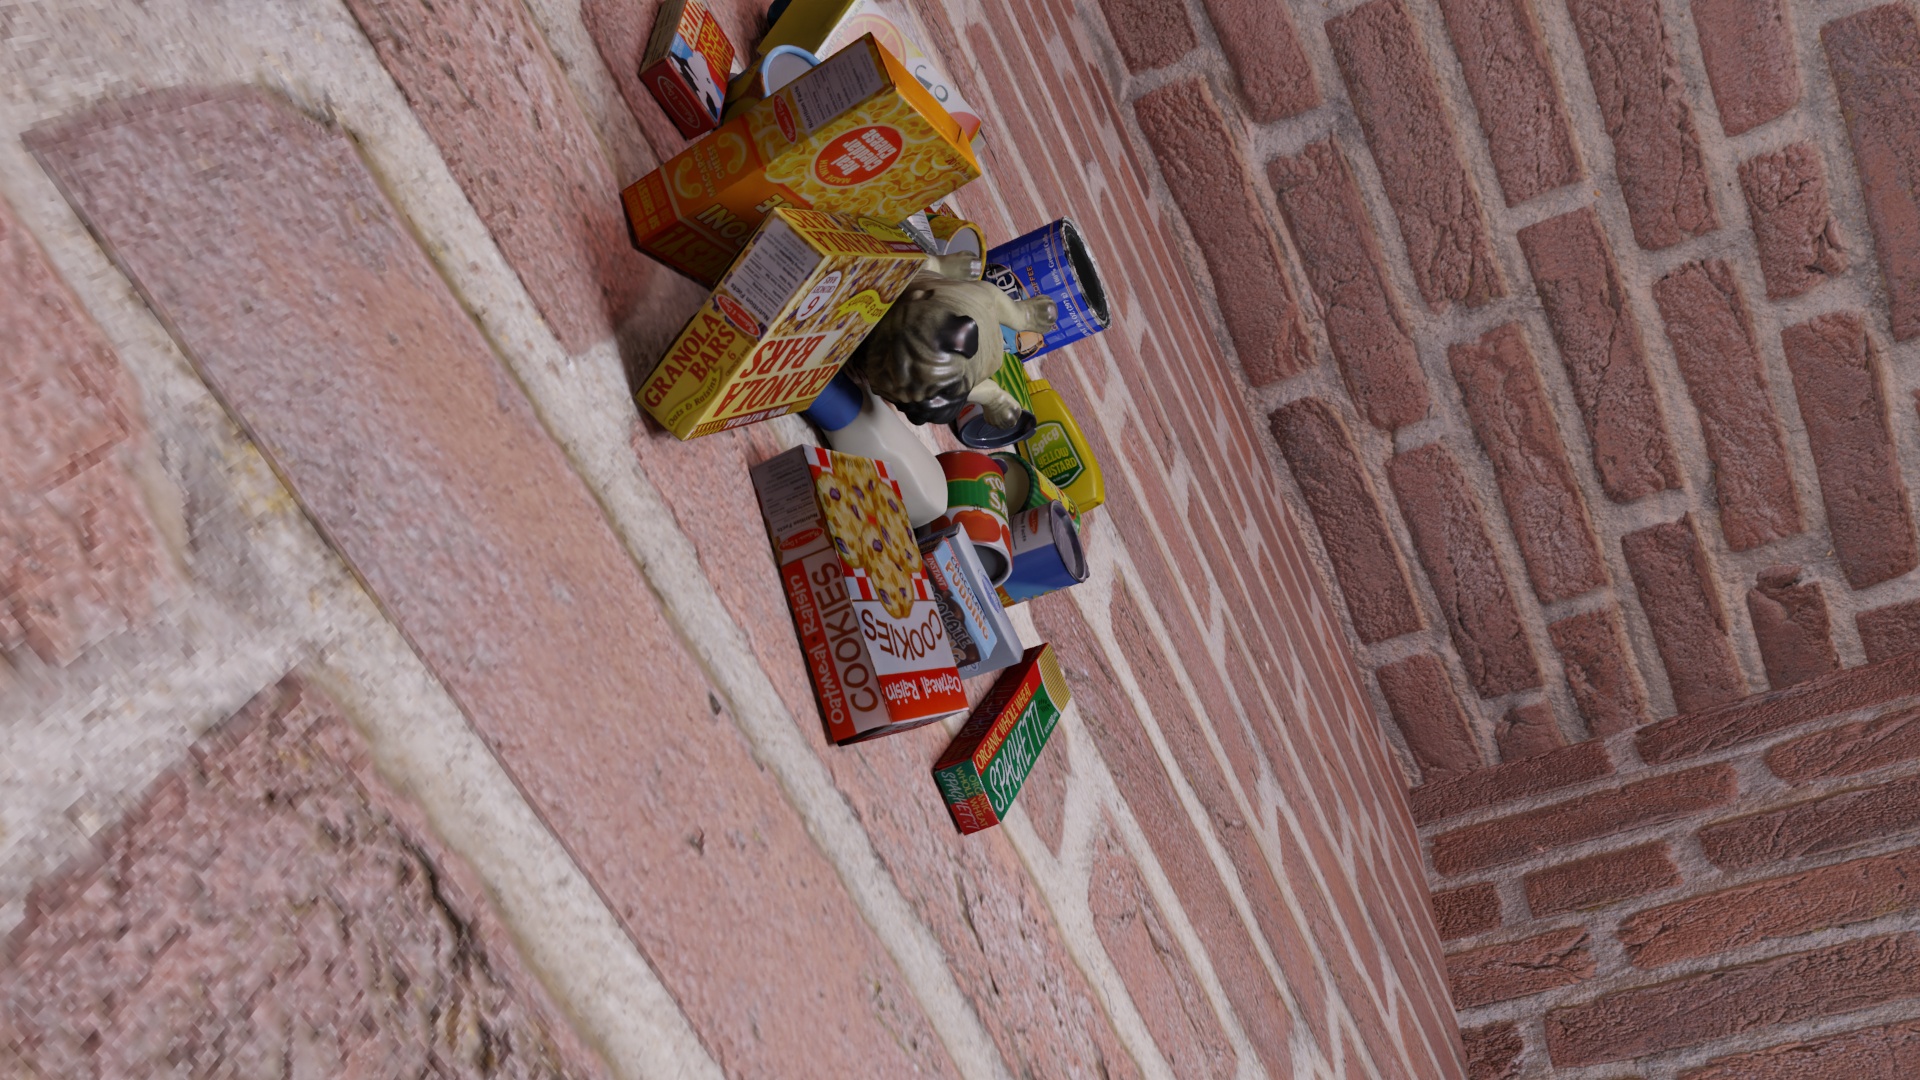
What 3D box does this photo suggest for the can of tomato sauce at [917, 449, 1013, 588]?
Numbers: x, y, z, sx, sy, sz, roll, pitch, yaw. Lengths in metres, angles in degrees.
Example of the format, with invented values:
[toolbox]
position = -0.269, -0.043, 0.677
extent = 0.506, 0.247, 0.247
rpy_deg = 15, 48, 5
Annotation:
[can of tomato sauce]
position = 0.004, -0.012, 0.989
extent = 0.071, 0.071, 0.083
rpy_deg = 49, 28, -46

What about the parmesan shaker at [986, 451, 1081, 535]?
[parmesan shaker]
position = 0.051, -0.024, 1.131
extent = 0.103, 0.071, 0.071
rpy_deg = 35, 39, -59

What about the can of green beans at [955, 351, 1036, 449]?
[can of green beans]
position = 0.026, -0.117, 1.161
extent = 0.071, 0.071, 0.058
rpy_deg = 36, 38, -58

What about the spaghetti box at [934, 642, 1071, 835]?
[spaghetti box]
position = 0.035, 0.134, 0.989
extent = 0.050, 0.028, 0.251
rpy_deg = 66, 19, -6

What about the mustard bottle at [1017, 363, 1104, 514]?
[mustard bottle]
position = 0.081, -0.099, 1.306
extent = 0.160, 0.065, 0.049
rpy_deg = 67, 13, 11

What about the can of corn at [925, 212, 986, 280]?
[can of corn]
position = -0.019, -0.231, 1.122
extent = 0.071, 0.058, 0.070
rpy_deg = -34, 134, -46

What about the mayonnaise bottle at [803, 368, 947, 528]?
[mayonnaise bottle]
position = -0.061, -0.068, 0.918
extent = 0.147, 0.041, 0.065
rpy_deg = 45, 24, -48

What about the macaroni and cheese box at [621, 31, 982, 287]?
[macaroni and cheese box]
position = -0.087, -0.203, 0.788
extent = 0.123, 0.166, 0.040
rpy_deg = 20, 46, -66

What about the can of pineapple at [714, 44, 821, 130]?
[can of pineapple]
position = -0.122, -0.285, 0.913
extent = 0.071, 0.057, 0.071
rpy_deg = 15, 68, -41

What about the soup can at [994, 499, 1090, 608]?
[soup can]
position = 0.046, 0.015, 1.054
extent = 0.071, 0.083, 0.072
rpy_deg = 54, 25, -39

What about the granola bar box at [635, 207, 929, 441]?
[granola bar box]
position = -0.092, -0.120, 0.755
extent = 0.039, 0.124, 0.166
rpy_deg = 43, 19, 5

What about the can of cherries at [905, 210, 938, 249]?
[can of cherries]
position = -0.051, -0.216, 1.062
extent = 0.058, 0.071, 0.071
rpy_deg = 70, 19, 3

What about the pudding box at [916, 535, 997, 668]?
[pudding box]
position = -0.016, 0.044, 0.910
extent = 0.083, 0.049, 0.030
rpy_deg = 64, 21, -15

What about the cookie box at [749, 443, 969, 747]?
[cookie box]
position = -0.057, 0.032, 0.826
extent = 0.123, 0.040, 0.167
rpy_deg = 7, 63, -69

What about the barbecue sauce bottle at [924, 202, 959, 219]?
[barbecue sauce bottle]
position = -0.025, -0.274, 1.218
extent = 0.148, 0.043, 0.065
rpy_deg = 20, 54, -66

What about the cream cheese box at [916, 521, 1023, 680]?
[cream cheese box]
position = -0.003, 0.044, 0.940
extent = 0.103, 0.053, 0.024
rpy_deg = 64, 18, -16

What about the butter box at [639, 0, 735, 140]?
[butter box]
position = -0.172, -0.304, 0.881
extent = 0.053, 0.024, 0.104
rpy_deg = 53, 25, -39

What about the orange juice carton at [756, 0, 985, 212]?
[orange juice carton]
position = -0.055, -0.333, 1.058
extent = 0.192, 0.072, 0.073
rpy_deg = 36, 0, -45
